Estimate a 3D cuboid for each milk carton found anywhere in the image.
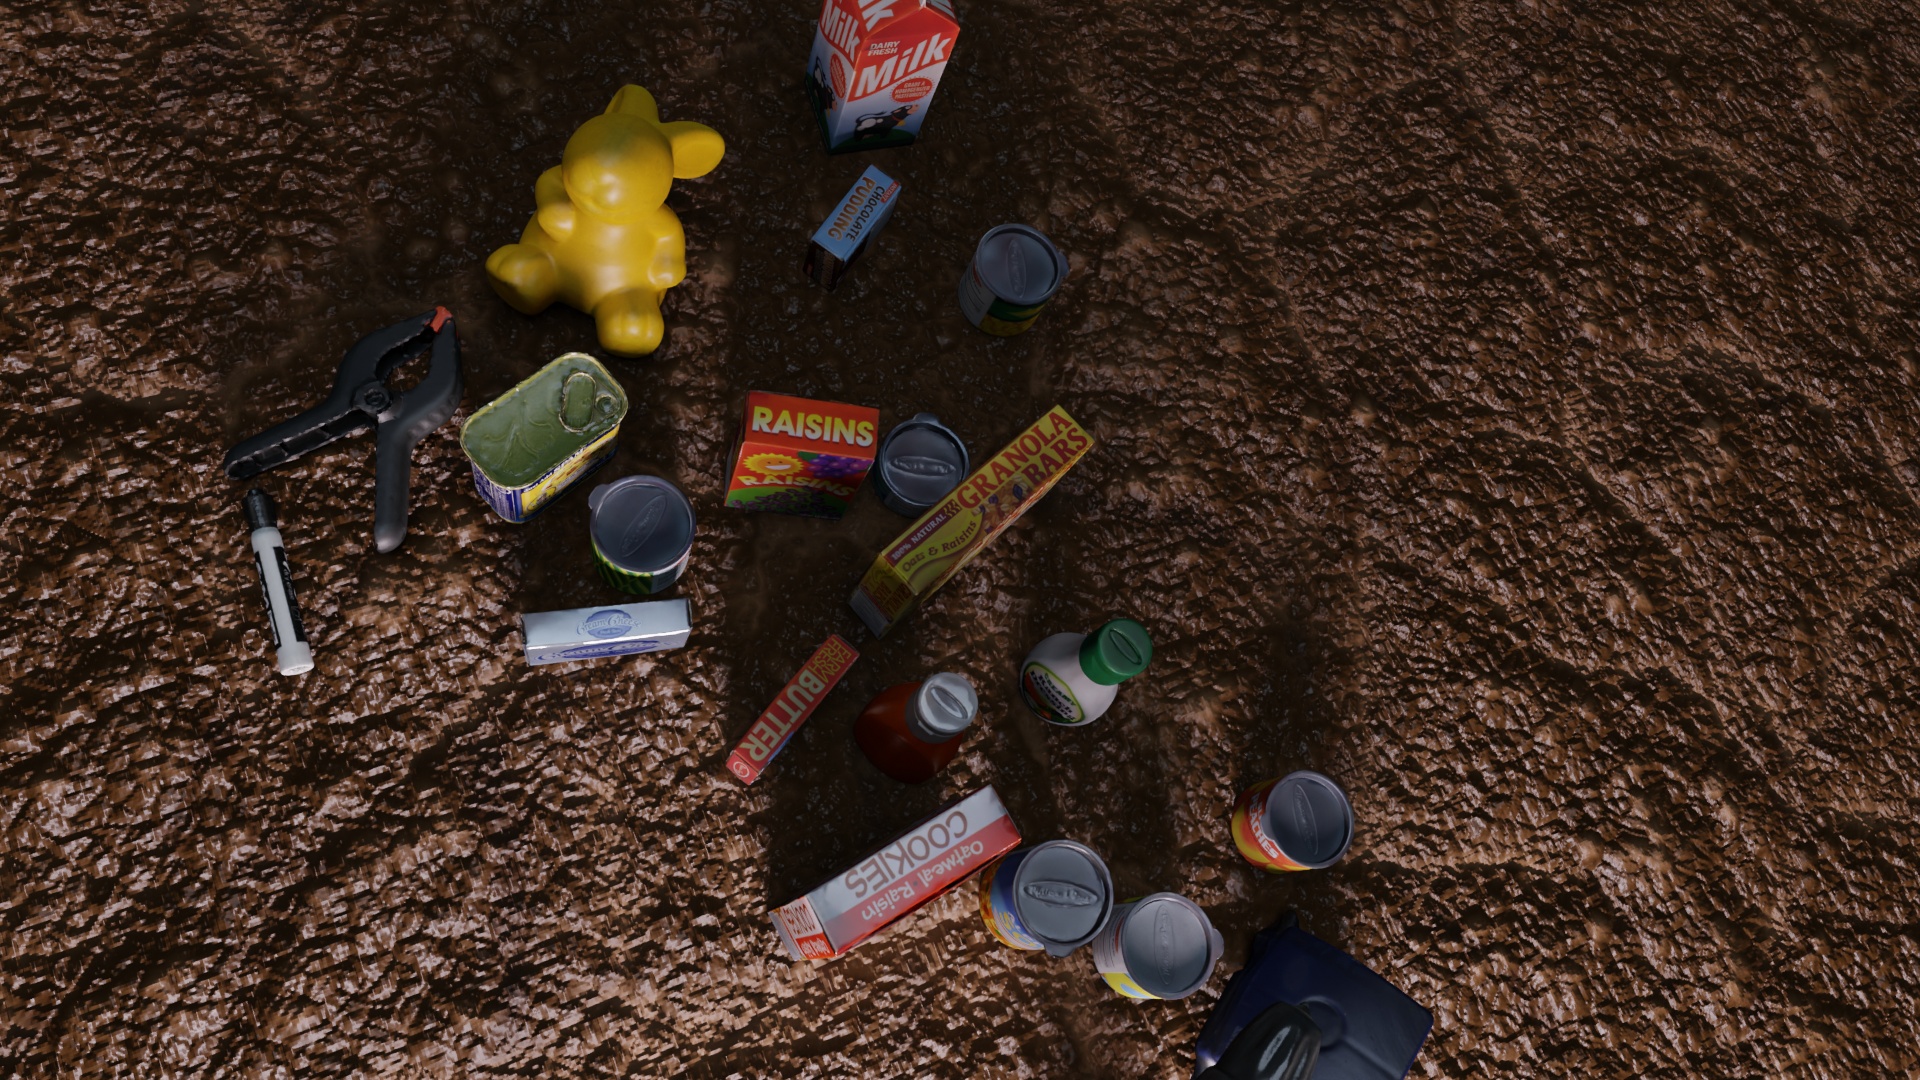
[{"bbox_3d":[-0.056,-0.361,0.999,0.073,0.190,0.072,-14,77,-19],"label":"milk carton"}]

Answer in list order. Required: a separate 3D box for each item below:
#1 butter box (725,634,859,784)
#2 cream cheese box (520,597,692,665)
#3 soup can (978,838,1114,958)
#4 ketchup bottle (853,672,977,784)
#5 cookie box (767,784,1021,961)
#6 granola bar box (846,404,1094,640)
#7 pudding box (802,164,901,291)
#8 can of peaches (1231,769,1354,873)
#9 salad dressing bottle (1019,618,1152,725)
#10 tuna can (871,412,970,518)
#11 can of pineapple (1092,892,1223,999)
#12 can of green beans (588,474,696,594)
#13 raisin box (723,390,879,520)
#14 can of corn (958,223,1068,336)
[{"bbox_3d":[-0.110,0.109,0.904,0.024,0.053,0.104,40,67,0],"label":"butter box"},{"bbox_3d":[-0.226,0.058,0.889,0.104,0.053,0.024,-5,74,-17],"label":"cream cheese box"},{"bbox_3d":[0.053,0.232,0.892,0.071,0.083,0.071,5,72,-14],"label":"soup can"},{"bbox_3d":[-0.026,0.116,0.873,0.065,0.148,0.044,41,67,0],"label":"ketchup bottle"},{"bbox_3d":[-0.044,0.202,0.830,0.123,0.167,0.040,-28,82,-21],"label":"cookie box"},{"bbox_3d":[0.003,-0.012,0.937,0.166,0.123,0.039,-41,87,-23],"label":"granola bar box"},{"bbox_3d":[-0.080,-0.231,1.026,0.030,0.049,0.084,34,67,-3],"label":"pudding box"},{"bbox_3d":[0.228,0.197,0.966,0.071,0.058,0.071,5,72,-14],"label":"can of peaches"},{"bbox_3d":[0.082,0.085,0.914,0.044,0.147,0.064,-39,86,-22],"label":"salad dressing bottle"},{"bbox_3d":[-0.029,-0.053,0.991,0.071,0.032,0.071,5,71,-14],"label":"tuna can"},{"bbox_3d":[0.128,0.268,0.915,0.071,0.057,0.071,5,72,-14],"label":"can of pineapple"},{"bbox_3d":[-0.209,-0.003,0.911,0.071,0.057,0.071,5,72,-14],"label":"can of green beans"},{"bbox_3d":[-0.107,-0.055,0.921,0.086,0.123,0.040,8,71,-13],"label":"raisin box"},{"bbox_3d":[0.039,-0.194,1.042,0.071,0.058,0.071,5,72,-14],"label":"can of corn"}]
